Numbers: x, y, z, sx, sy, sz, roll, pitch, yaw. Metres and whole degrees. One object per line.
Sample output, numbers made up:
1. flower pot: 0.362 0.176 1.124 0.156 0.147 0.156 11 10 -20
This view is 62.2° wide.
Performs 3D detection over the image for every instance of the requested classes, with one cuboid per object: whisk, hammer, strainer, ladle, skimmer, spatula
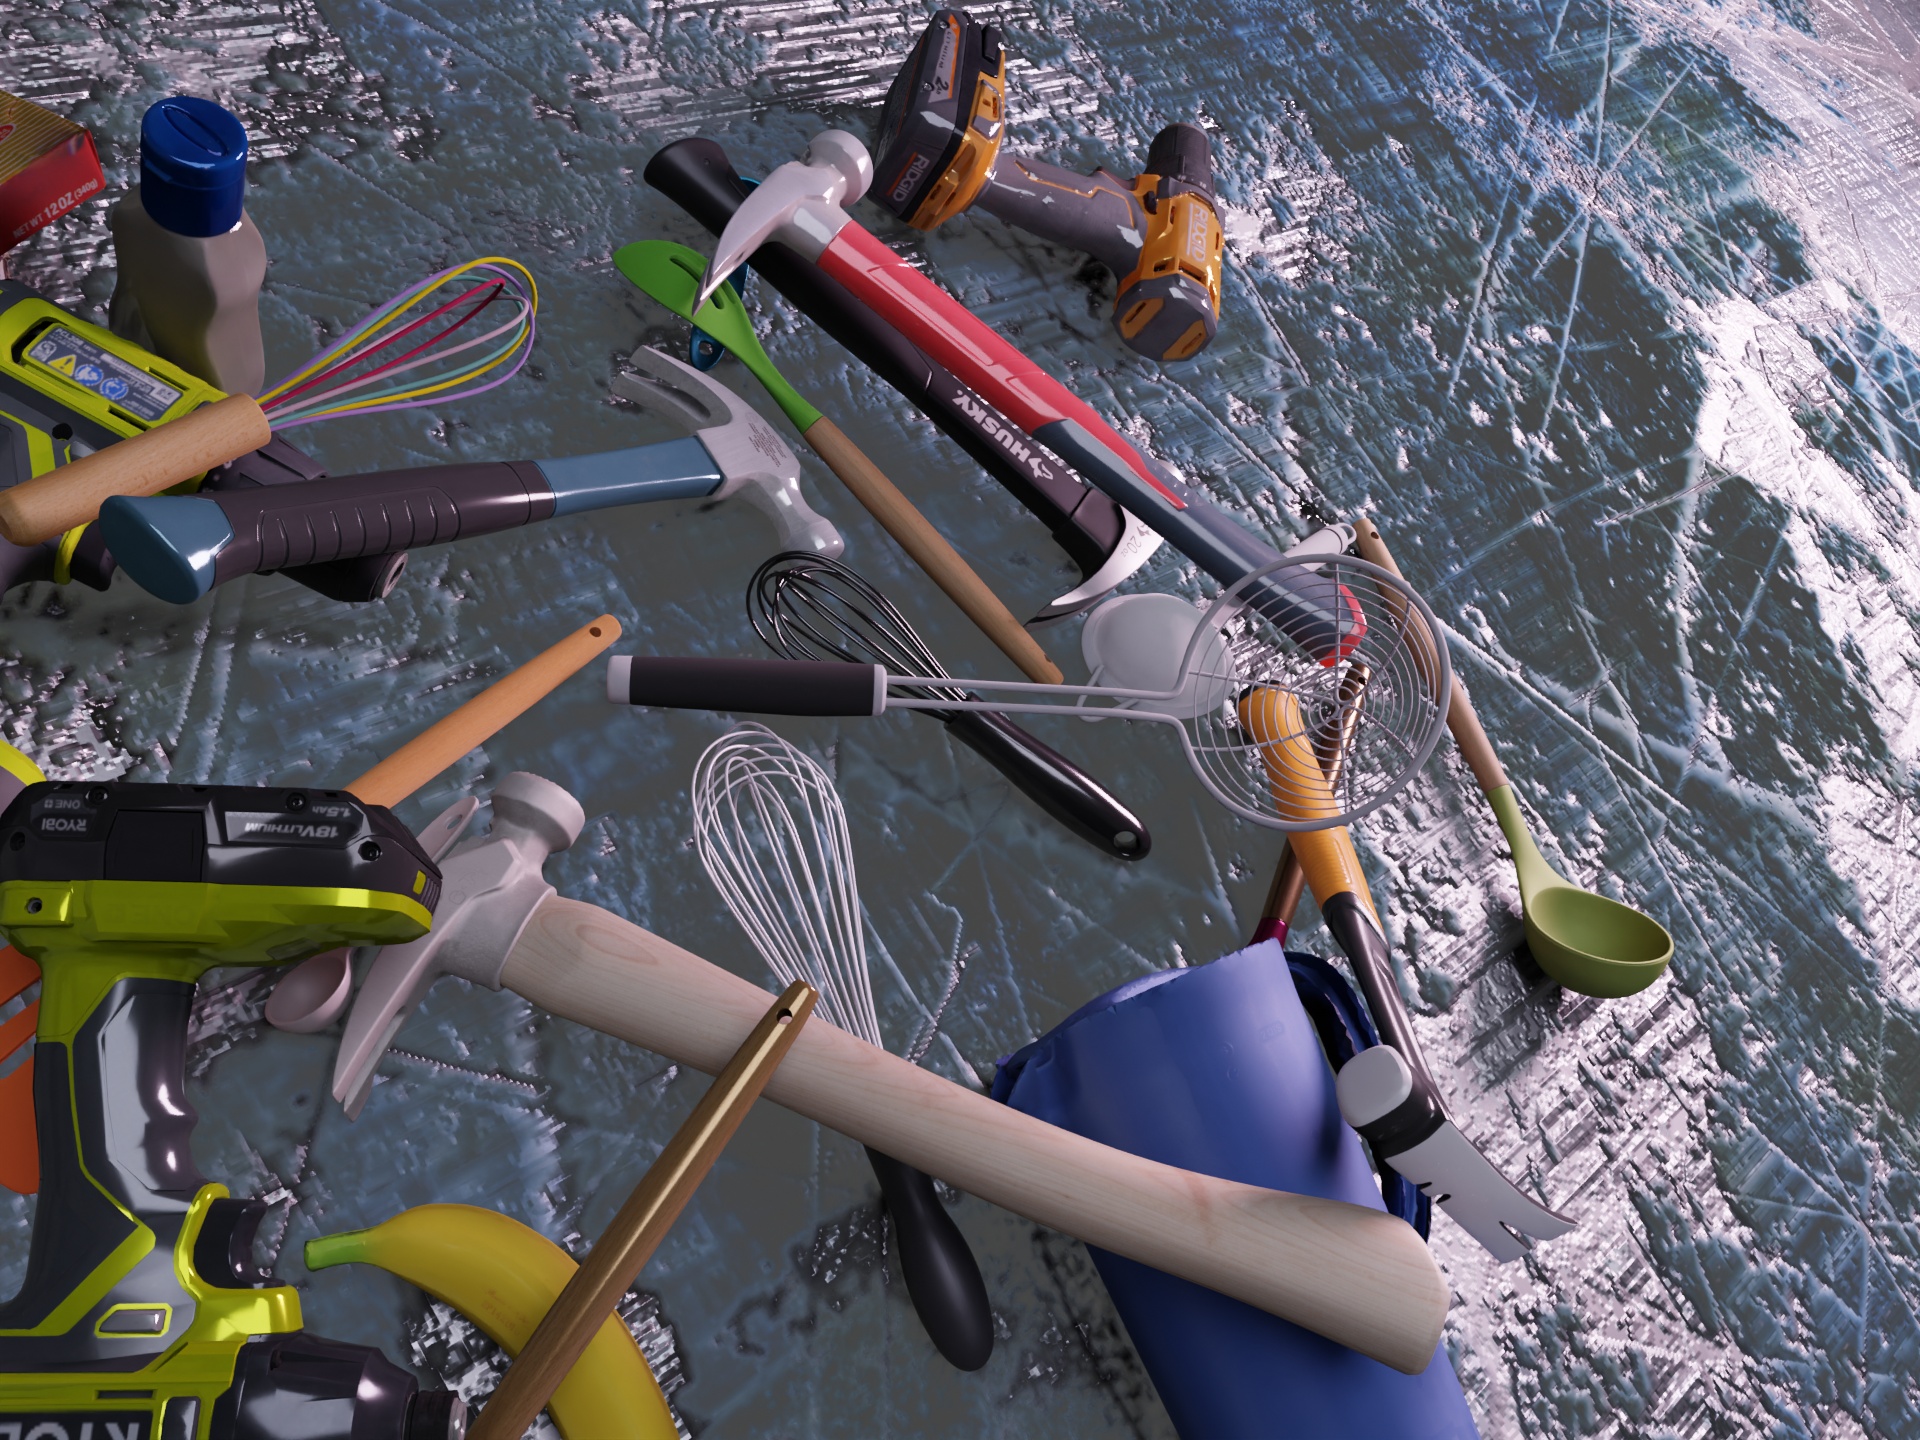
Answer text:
1. whisk: -0.263 -0.132 0.631 0.051 0.047 0.245 50 50 0
2. hammer: -0.025 0.153 0.591 0.410 0.038 0.146 21 59 9
3. hammer: 0.182 0.087 0.737 0.127 0.034 0.337 43 22 -26
4. strainer: 0.154 -0.068 0.893 0.087 0.050 0.258 43 48 18
5. hammer: -0.031 -0.186 0.849 0.334 0.035 0.146 40 53 -8
6. whisk: -0.002 -0.001 0.772 0.239 0.055 0.055 36 53 -11
7. whisk: -0.046 0.132 0.666 0.070 0.070 0.285 -16 77 -33
8. ladle: 0.305 0.011 0.916 0.078 0.062 0.320 -8 65 -31
9. skimmer: 0.026 -0.018 0.703 0.363 0.090 0.127 2 78 -6
10. ladle: -0.140 0.218 0.525 0.069 0.031 0.315 31 70 10
11. hammer: -0.192 -0.096 0.681 0.331 0.033 0.128 -21 74 -50
12. spatula: -0.251 0.044 0.631 0.081 0.041 0.323 44 49 2
13. hammer: 0.047 -0.144 0.819 0.386 0.038 0.143 37 53 -7

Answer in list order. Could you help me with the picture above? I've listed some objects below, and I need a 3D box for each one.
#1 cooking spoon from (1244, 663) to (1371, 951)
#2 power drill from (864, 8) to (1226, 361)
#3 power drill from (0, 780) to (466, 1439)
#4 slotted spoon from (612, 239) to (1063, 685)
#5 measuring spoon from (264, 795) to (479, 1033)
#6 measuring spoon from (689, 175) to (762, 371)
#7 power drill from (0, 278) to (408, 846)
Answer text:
1. cooking spoon: 0.170 0.086 0.826 0.068 0.017 0.319 33 54 -8
2. power drill: 0.065 -0.338 0.972 0.226 0.084 0.185 23 55 -20
3. power drill: -0.240 0.138 0.511 0.171 0.080 0.223 2 75 -7
4. slotted spoon: -0.056 -0.132 0.812 0.313 0.031 0.070 47 23 -5
5. measuring spoon: -0.225 0.077 0.628 0.124 0.034 0.018 -60 137 -41
6. measuring spoon: -0.127 -0.237 0.858 0.042 0.021 0.129 21 65 -19
7. power drill: -0.342 -0.048 0.601 0.190 0.080 0.229 30 51 -10
